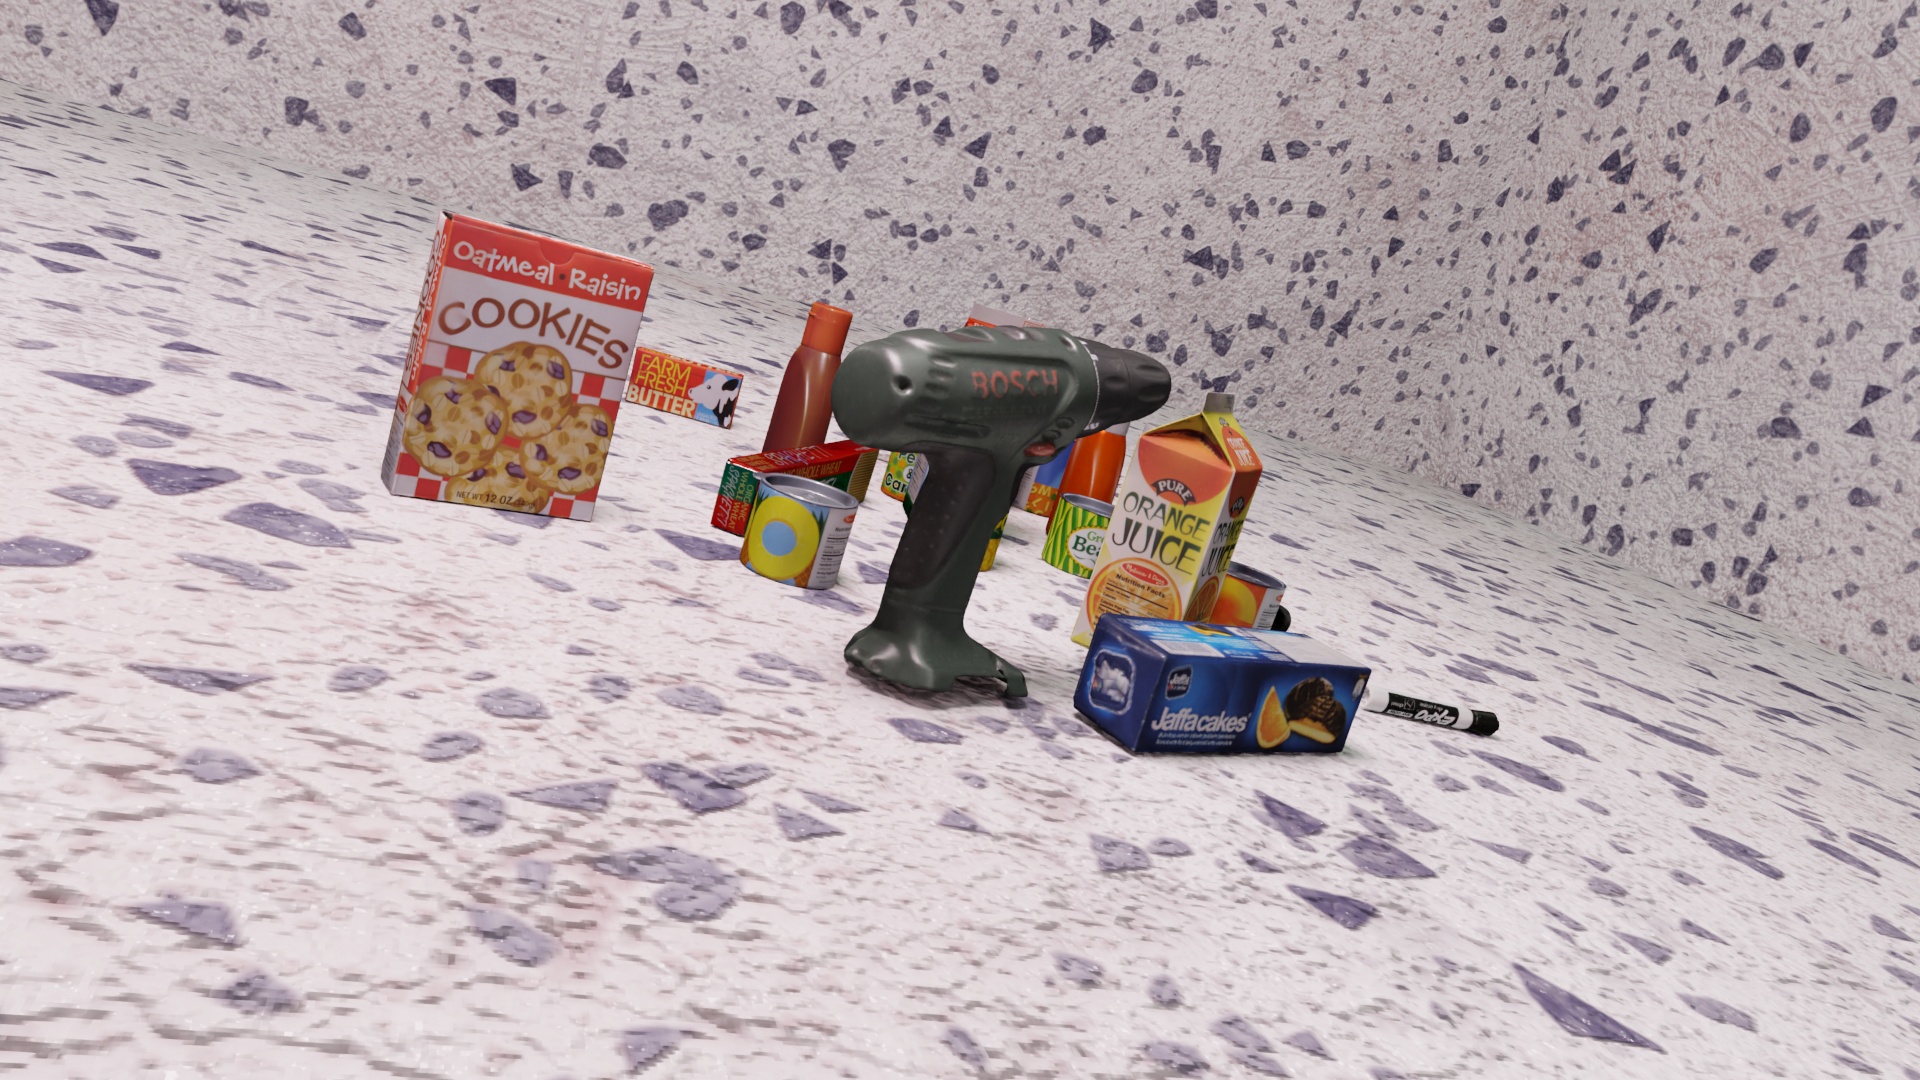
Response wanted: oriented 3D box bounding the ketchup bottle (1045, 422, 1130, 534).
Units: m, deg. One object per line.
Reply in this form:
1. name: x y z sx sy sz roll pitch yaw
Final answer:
1. ketchup bottle: 0.123 -0.067 1.277 0.043 0.148 0.065 12 13 -26

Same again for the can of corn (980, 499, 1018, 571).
1. can of corn: 0.004 -0.014 1.087 0.071 0.058 0.071 17 12 -3

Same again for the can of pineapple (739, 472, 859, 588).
1. can of pineapple: -0.107 -0.007 0.903 0.071 0.057 0.071 17 12 -3

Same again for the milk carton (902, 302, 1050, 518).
1. milk carton: 0.015 -0.100 1.174 0.072 0.190 0.073 15 12 -12

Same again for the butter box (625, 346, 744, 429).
1. butter box: -0.262 -0.145 1.317 0.103 0.053 0.024 15 12 -10

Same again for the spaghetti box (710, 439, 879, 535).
1. spaghetti box: -0.121 -0.044 1.068 0.029 0.050 0.250 20 12 13

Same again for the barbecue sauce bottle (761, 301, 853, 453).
1. barbecue sauce bottle: -0.132 -0.131 1.209 0.044 0.148 0.065 9 14 -36

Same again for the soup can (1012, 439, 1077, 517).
1. soup can: 0.088 -0.071 1.402 0.071 0.083 0.071 17 12 -3

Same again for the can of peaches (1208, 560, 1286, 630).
1. can of peaches: 0.213 0.051 1.094 0.071 0.058 0.071 17 12 -3

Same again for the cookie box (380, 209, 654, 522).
1. cookie box: -0.267 -0.102 0.841 0.123 0.167 0.040 9 14 -35

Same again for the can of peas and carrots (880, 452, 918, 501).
1. can of peas and carrots: -0.035 -0.064 1.259 0.071 0.058 0.071 17 12 -3

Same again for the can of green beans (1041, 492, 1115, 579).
1. can of green beans: 0.108 -0.003 1.186 0.071 0.057 0.071 17 12 -3

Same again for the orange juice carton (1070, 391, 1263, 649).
1. orange juice carton: 0.148 -0.010 0.951 0.073 0.192 0.072 23 13 24
